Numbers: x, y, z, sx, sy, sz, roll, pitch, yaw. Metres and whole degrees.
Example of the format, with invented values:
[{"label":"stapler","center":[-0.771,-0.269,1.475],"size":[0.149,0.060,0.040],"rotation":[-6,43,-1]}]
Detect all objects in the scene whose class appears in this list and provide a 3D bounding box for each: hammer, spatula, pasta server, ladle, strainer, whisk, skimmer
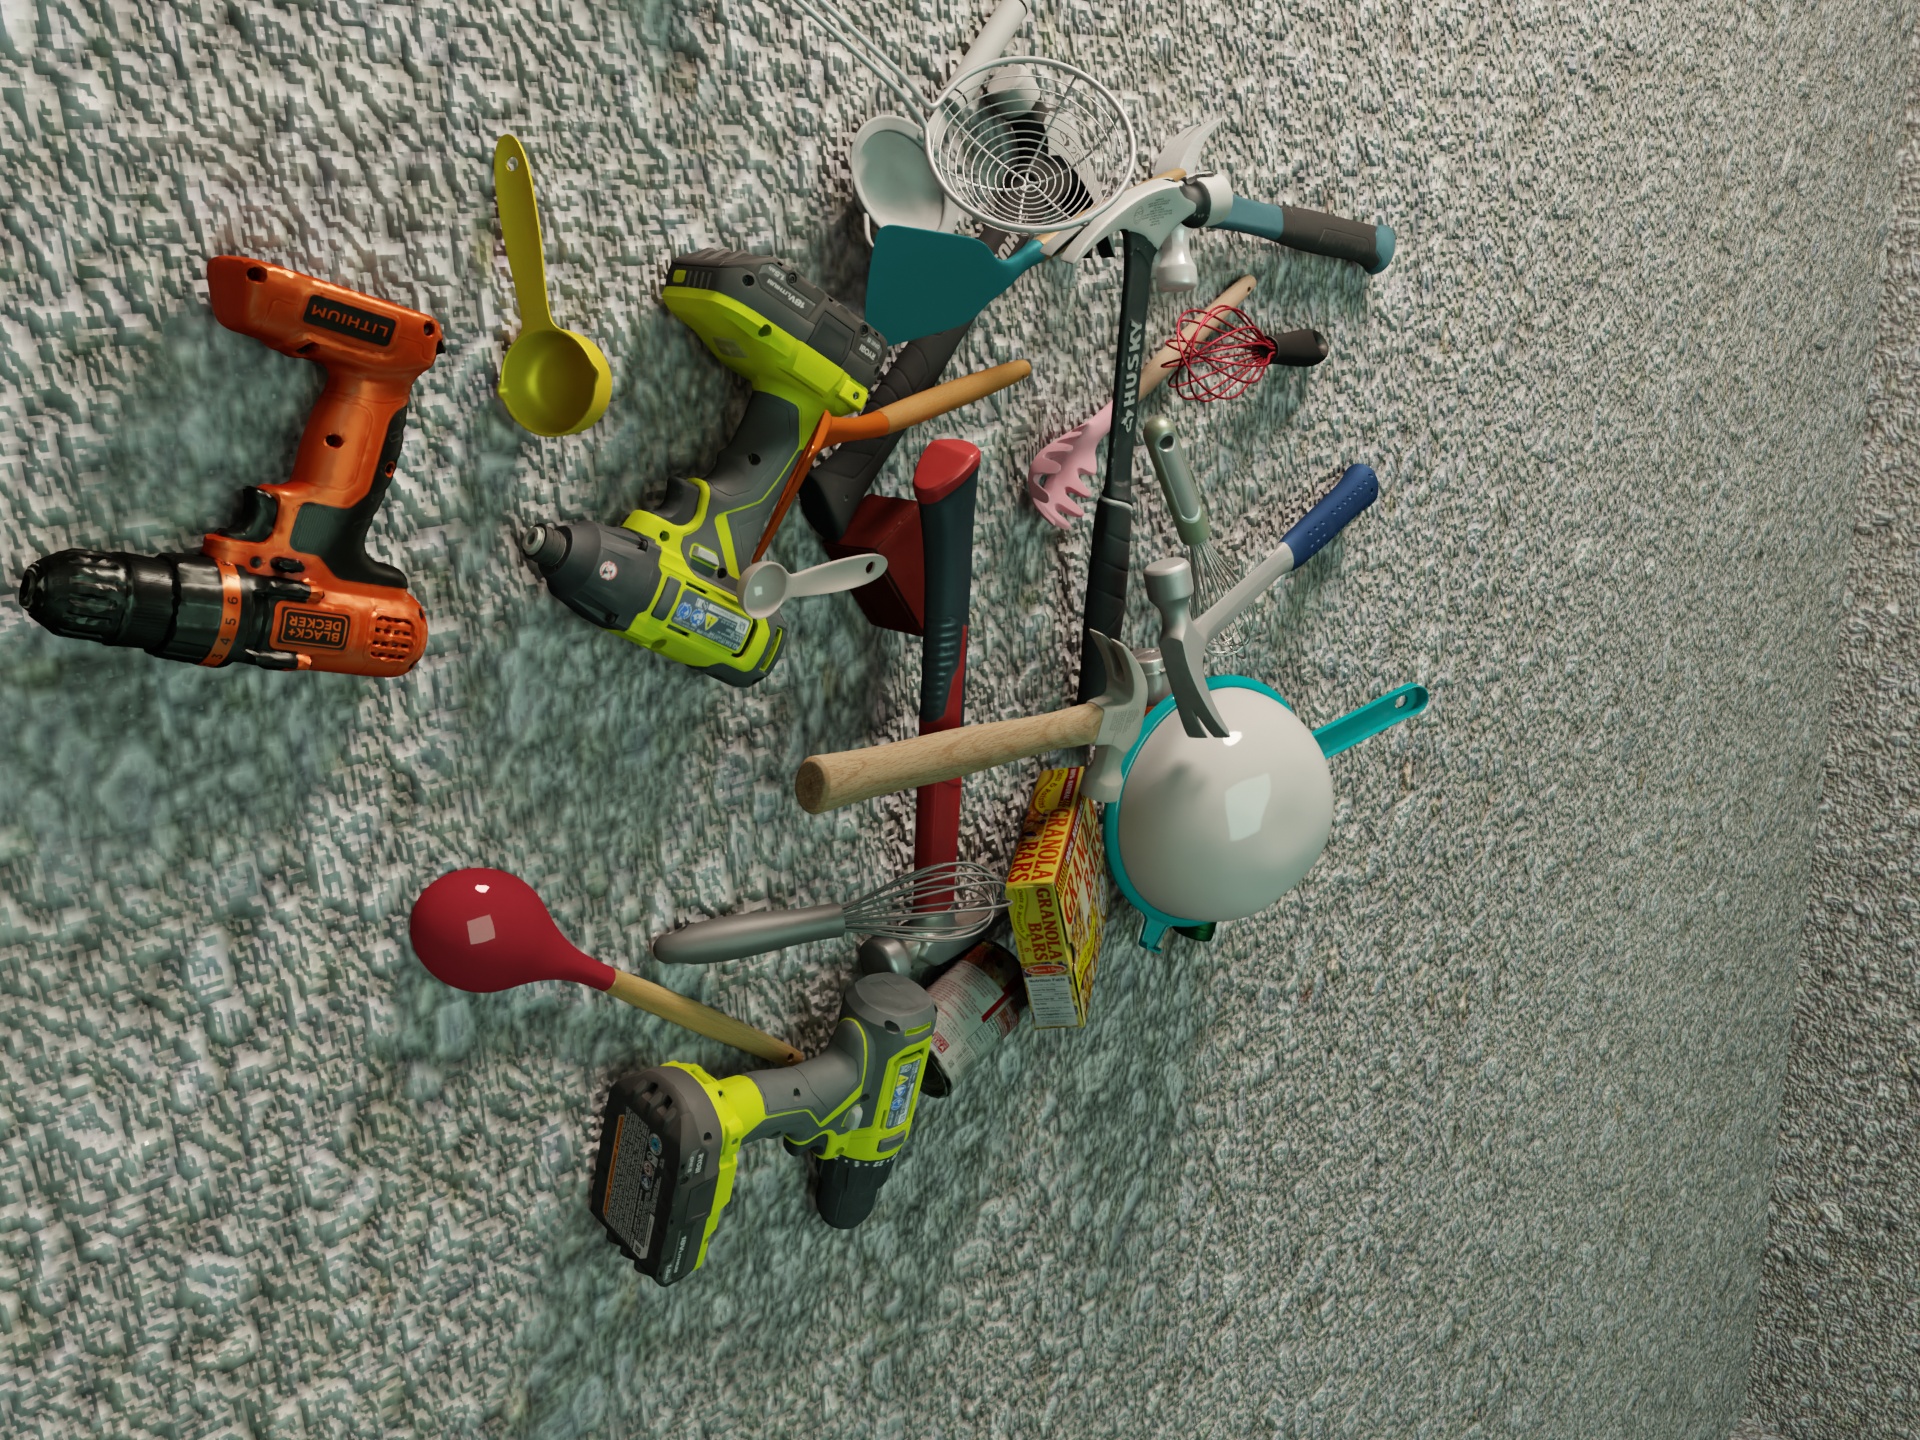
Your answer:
[{"label":"hammer","center":[-0.002,-0.003,1.063],"size":[0.143,0.038,0.386],"rotation":[-25,130,-40]},{"label":"spatula","center":[0.056,-0.323,1.048],"size":[0.317,0.044,0.082],"rotation":[-38,150,-40]},{"label":"hammer","center":[0.258,-0.123,1.291],"size":[0.405,0.035,0.144],"rotation":[-38,121,-48]},{"label":"hammer","center":[0.020,0.014,1.042],"size":[0.331,0.031,0.130],"rotation":[-11,120,-49]},{"label":"hammer","center":[0.259,-0.397,1.278],"size":[0.331,0.033,0.128],"rotation":[-8,97,-47]},{"label":"pasta server","center":[0.144,-0.253,1.205],"size":[0.316,0.040,0.060],"rotation":[-46,142,-29]},{"label":"ladle","center":[-0.199,0.167,0.973],"size":[0.315,0.031,0.069],"rotation":[37,73,-46]},{"label":"strainer","center":[-0.010,-0.385,1.012],"size":[0.086,0.050,0.258],"rotation":[41,65,-30]},{"label":"spatula","center":[-0.030,-0.175,0.946],"size":[0.322,0.041,0.081],"rotation":[-36,164,-53]},{"label":"strainer","center":[0.276,0.051,1.279],"size":[0.340,0.095,0.210],"rotation":[-25,115,-23]},{"label":"whisk","center":[-0.078,0.130,1.023],"size":[0.239,0.055,0.055],"rotation":[-7,107,-20]},{"label":"hammer","center":[0.109,-0.170,1.125],"size":[0.149,0.036,0.408],"rotation":[-24,131,-35]},{"label":"hammer","center":[-0.006,-0.259,1.052],"size":[0.146,0.035,0.335],"rotation":[45,68,-41]},{"label":"whisk","center":[0.232,-0.289,1.246],"size":[0.296,0.073,0.073],"rotation":[-23,117,-56]},{"label":"whisk","center":[0.188,-0.139,1.256],"size":[0.058,0.059,0.246],"rotation":[-31,131,-3]},{"label":"skimmer","center":[-0.051,-0.403,0.892],"size":[0.363,0.090,0.127],"rotation":[30,67,-35]}]

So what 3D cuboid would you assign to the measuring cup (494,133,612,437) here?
[{"label":"measuring cup","center":[-0.220,-0.228,0.841],"size":[0.029,0.062,0.156],"rotation":[-26,108,-71]}]

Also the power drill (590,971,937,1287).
[{"label":"power drill","center":[-0.120,0.277,1.038],"size":[0.228,0.080,0.190],"rotation":[-9,121,-46]}]

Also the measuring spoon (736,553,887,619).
[{"label":"measuring spoon","center":[-0.088,-0.085,0.937],"size":[0.124,0.018,0.034],"rotation":[-19,128,-50]}]

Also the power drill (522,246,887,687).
[{"label":"power drill","center":[-0.144,-0.147,0.912],"size":[0.171,0.080,0.223],"rotation":[26,84,-47]}]
